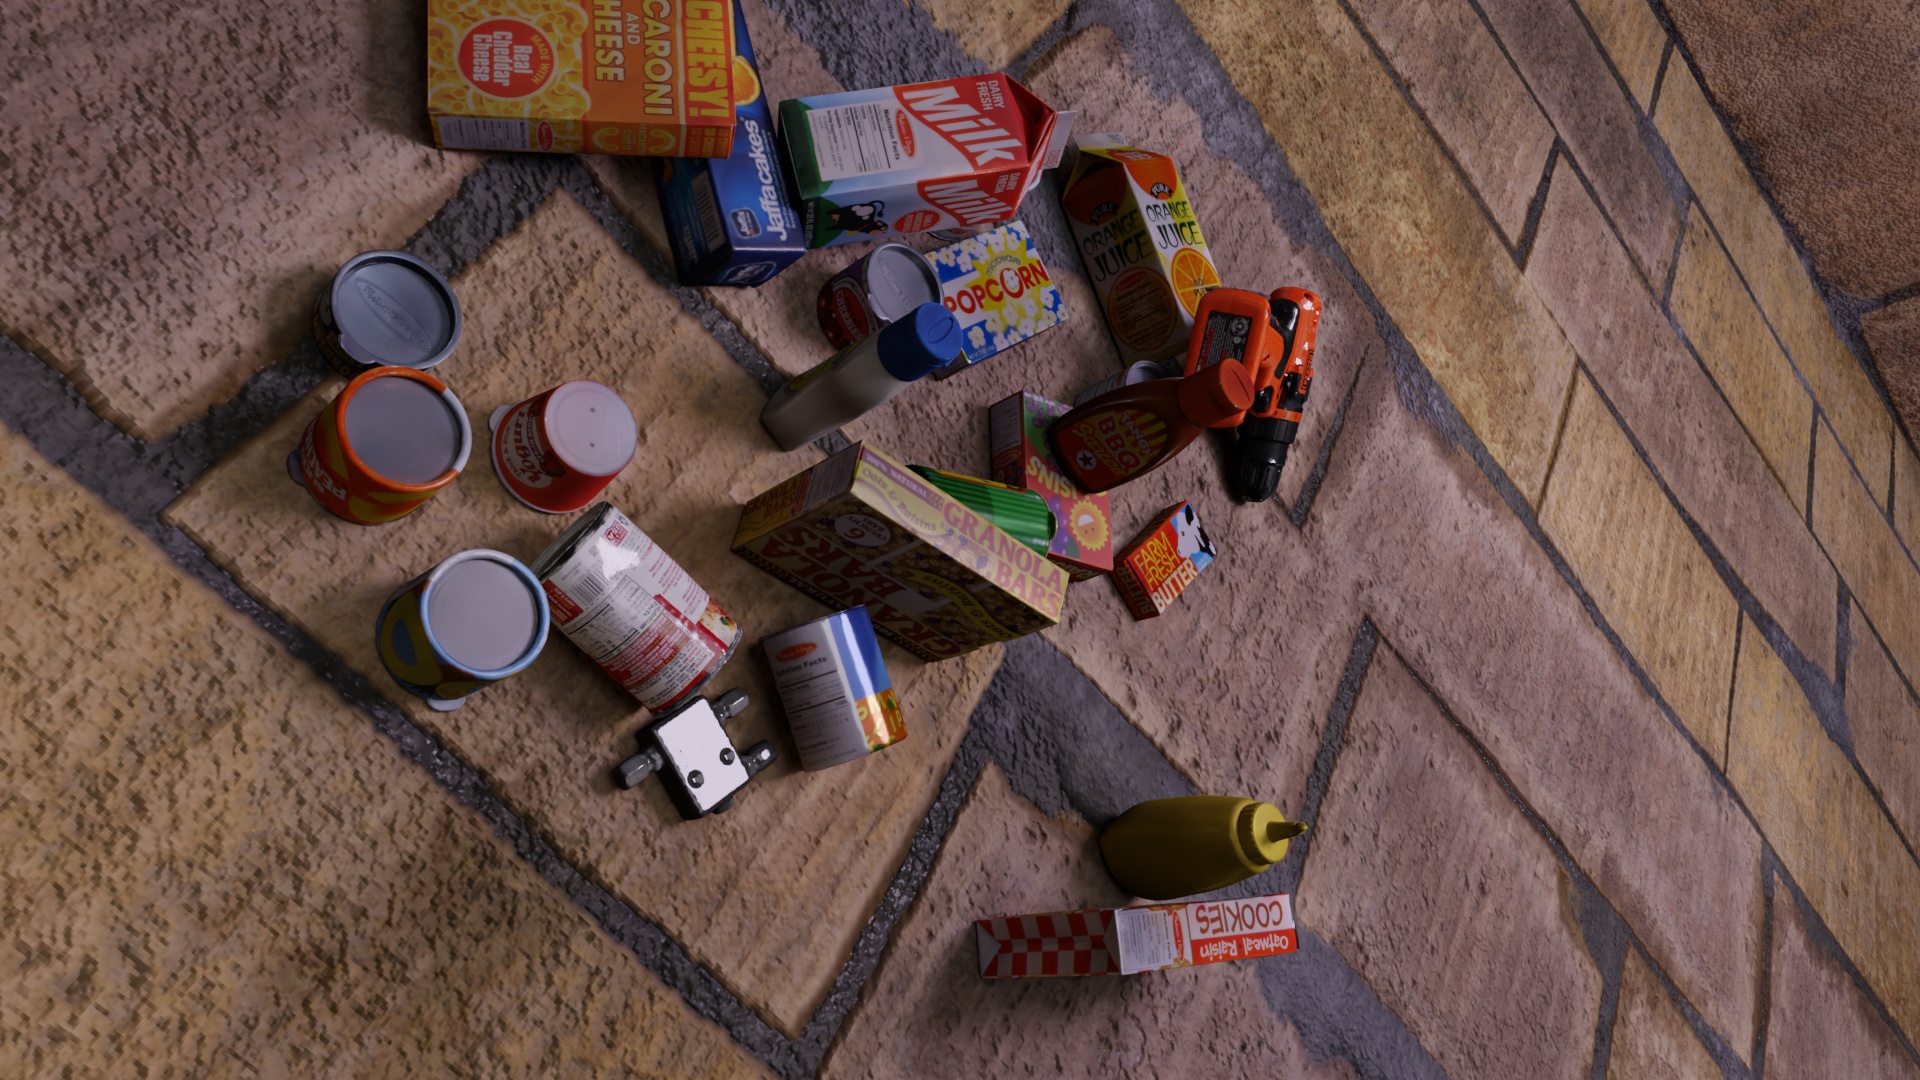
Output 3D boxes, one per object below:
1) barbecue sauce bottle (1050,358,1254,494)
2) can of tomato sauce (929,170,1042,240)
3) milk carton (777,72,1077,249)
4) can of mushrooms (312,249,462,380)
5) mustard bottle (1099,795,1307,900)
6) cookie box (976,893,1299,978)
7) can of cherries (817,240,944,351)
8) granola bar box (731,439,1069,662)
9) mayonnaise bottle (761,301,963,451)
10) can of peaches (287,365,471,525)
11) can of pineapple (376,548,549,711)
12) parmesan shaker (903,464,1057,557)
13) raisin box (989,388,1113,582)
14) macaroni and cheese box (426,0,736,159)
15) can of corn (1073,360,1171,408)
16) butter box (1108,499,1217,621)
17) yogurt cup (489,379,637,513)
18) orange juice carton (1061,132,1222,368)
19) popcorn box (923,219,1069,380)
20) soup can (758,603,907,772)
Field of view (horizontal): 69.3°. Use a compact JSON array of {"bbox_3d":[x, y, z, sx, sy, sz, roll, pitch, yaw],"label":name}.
[{"bbox_3d":[0.133,-0.082,0.958,0.065,0.148,0.044,56,46,-11],"label":"barbecue sauce bottle"},{"bbox_3d":[0.008,-0.269,1.017,0.071,0.083,0.071,17,63,-37],"label":"can of tomato sauce"},{"bbox_3d":[-0.020,-0.252,0.915,0.191,0.072,0.073,-11,76,-11],"label":"milk carton"},{"bbox_3d":[-0.298,-0.112,0.718,0.071,0.033,0.071,17,64,-38],"label":"can of mushrooms"},{"bbox_3d":[0.168,0.202,0.928,0.049,0.159,0.065,-37,101,-45],"label":"mustard bottle"},{"bbox_3d":[0.114,0.253,0.886,0.167,0.122,0.040,9,70,-40],"label":"cookie box"},{"bbox_3d":[-0.056,-0.160,0.936,0.071,0.058,0.071,16,65,-38],"label":"can of cherries"},{"bbox_3d":[-0.036,0.014,0.841,0.165,0.124,0.039,32,56,-29],"label":"granola bar box"},{"bbox_3d":[-0.059,-0.101,0.848,0.041,0.147,0.065,52,47,-14],"label":"mayonnaise bottle"},{"bbox_3d":[-0.286,-0.046,0.686,0.071,0.058,0.071,17,64,-38],"label":"can of peaches"},{"bbox_3d":[-0.245,0.044,0.689,0.071,0.057,0.071,17,64,-37],"label":"can of pineapple"},{"bbox_3d":[0.003,-0.012,0.923,0.103,0.071,0.071,11,67,-39],"label":"parmesan shaker"},{"bbox_3d":[0.065,-0.038,1.012,0.086,0.040,0.124,15,63,-38],"label":"raisin box"},{"bbox_3d":[-0.219,-0.287,0.805,0.167,0.040,0.124,-2,74,-15],"label":"macaroni and cheese box"},{"bbox_3d":[0.132,-0.097,1.080,0.071,0.058,0.071,17,63,-37],"label":"can of corn"},{"bbox_3d":[0.159,0.015,1.085,0.104,0.024,0.053,-39,102,-43],"label":"butter box"},{"bbox_3d":[-0.213,-0.054,0.758,0.072,0.053,0.072,17,64,-38],"label":"yogurt cup"},{"bbox_3d":[0.147,-0.246,1.140,0.072,0.073,0.192,-19,87,-45],"label":"orange juice carton"},{"bbox_3d":[0.015,-0.178,1.019,0.127,0.038,0.085,-31,95,-44],"label":"popcorn box"},{"bbox_3d":[-0.073,0.087,0.822,0.071,0.071,0.084,-16,86,-44],"label":"soup can"}]
